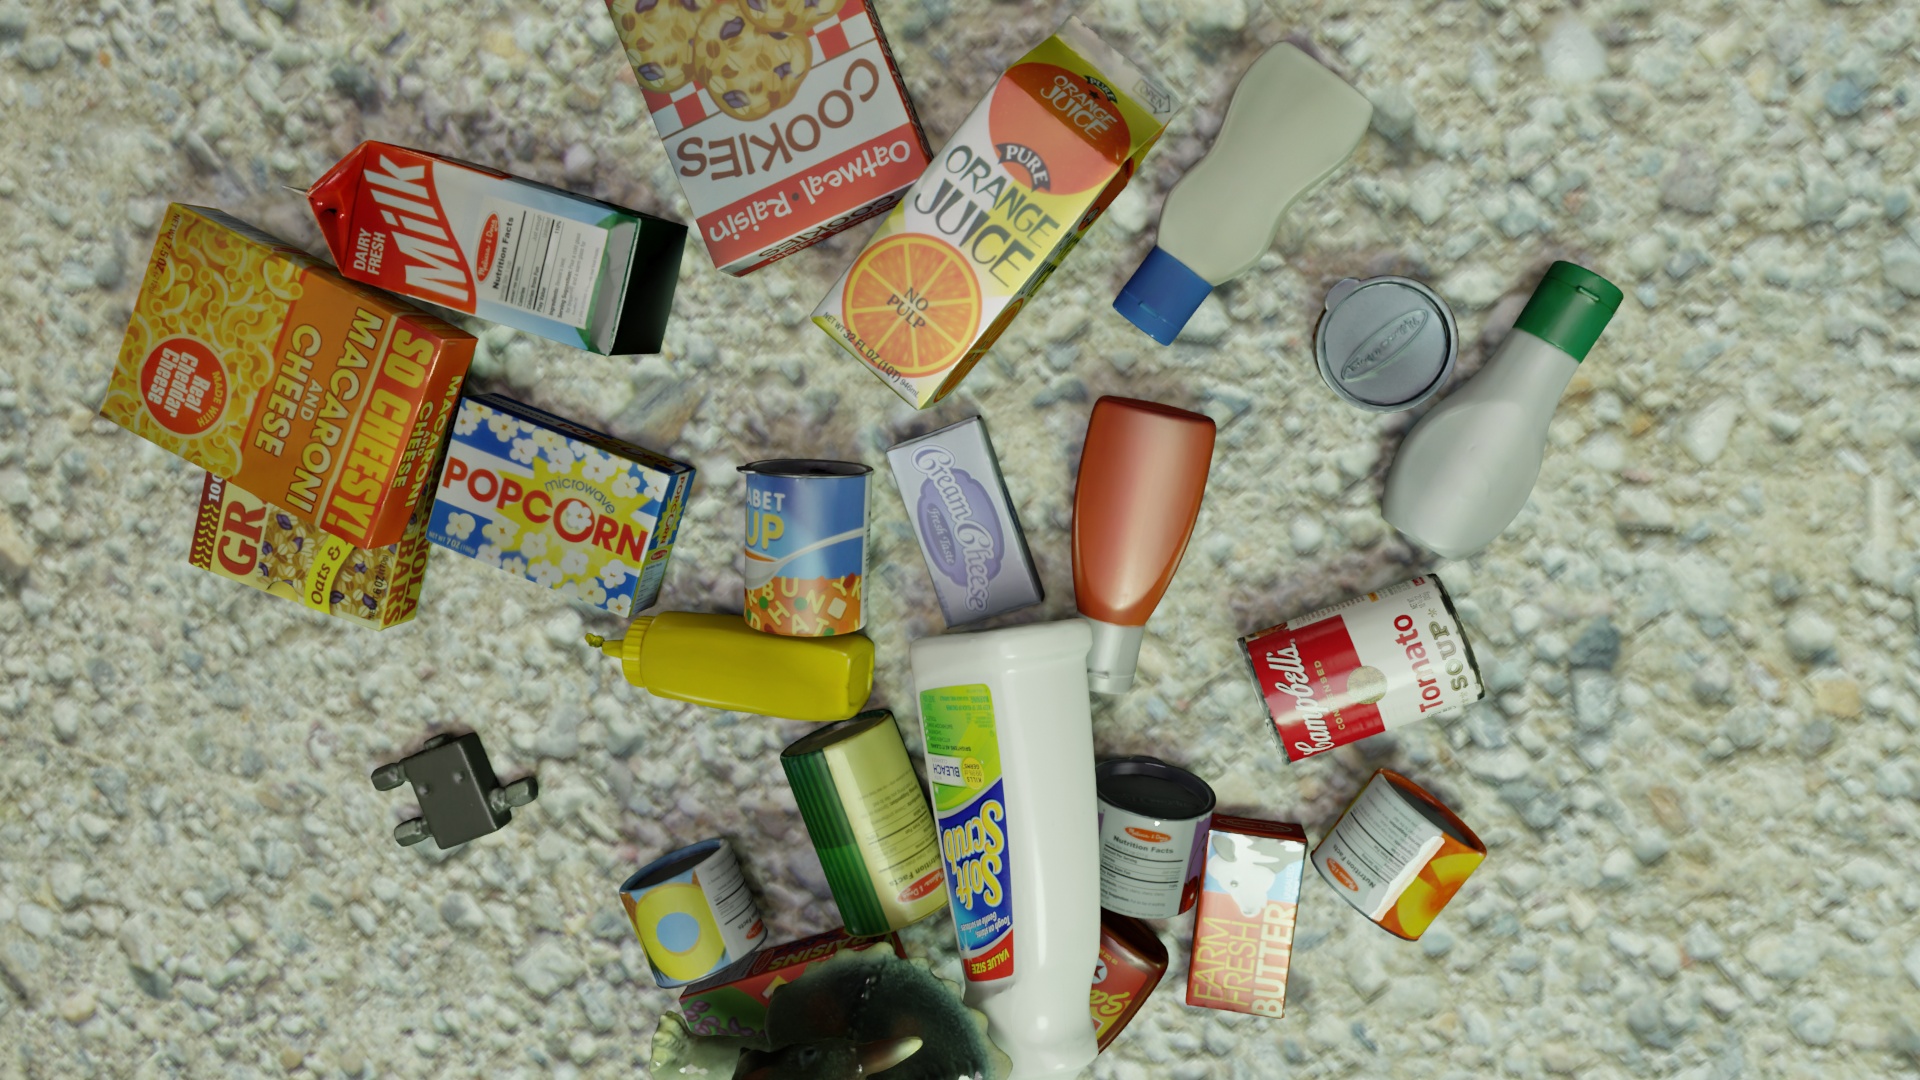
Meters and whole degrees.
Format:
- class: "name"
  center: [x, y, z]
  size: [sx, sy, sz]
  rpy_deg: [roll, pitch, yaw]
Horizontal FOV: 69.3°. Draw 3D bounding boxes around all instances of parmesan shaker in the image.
- class: "parmesan shaker"
  center: [-0.047, 0.149, 0.746]
  size: [0.071, 0.071, 0.103]
  rpy_deg: [-20, 94, 12]

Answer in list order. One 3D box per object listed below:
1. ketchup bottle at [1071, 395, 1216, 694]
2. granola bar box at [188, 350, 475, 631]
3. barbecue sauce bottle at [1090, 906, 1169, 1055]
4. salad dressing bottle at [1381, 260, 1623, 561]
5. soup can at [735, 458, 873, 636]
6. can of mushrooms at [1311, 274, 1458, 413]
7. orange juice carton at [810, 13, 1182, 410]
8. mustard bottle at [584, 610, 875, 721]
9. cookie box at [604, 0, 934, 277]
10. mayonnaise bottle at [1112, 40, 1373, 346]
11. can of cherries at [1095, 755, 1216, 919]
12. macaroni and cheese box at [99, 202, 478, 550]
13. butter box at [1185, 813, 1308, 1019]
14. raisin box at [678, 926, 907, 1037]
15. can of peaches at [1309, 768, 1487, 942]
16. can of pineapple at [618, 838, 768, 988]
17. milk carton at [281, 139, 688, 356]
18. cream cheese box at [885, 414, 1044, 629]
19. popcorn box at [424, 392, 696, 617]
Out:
- class: "ketchup bottle"
  center: [0.085, 0.003, 0.711]
  size: [0.065, 0.043, 0.148]
  rpy_deg: [13, 101, 8]
- class: "granola bar box"
  center: [-0.354, -0.046, 0.779]
  size: [0.124, 0.039, 0.165]
  rpy_deg: [18, 101, 7]
- class: "barbecue sauce bottle"
  center: [0.048, 0.264, 0.756]
  size: [0.065, 0.044, 0.148]
  rpy_deg: [36, 103, 12]
- class: "salad dressing bottle"
  center: [0.262, -0.062, 0.672]
  size: [0.064, 0.044, 0.147]
  rpy_deg: [32, 101, 6]
- class: "soup can"
  center: [-0.083, 0.002, 0.726]
  size: [0.071, 0.071, 0.083]
  rpy_deg: [4, 100, 9]
- class: "can of mushrooms"
  center: [0.205, -0.098, 0.680]
  size: [0.071, 0.033, 0.071]
  rpy_deg: [2, 99, 10]
- class: "orange juice carton"
  center: [0.019, -0.159, 0.682]
  size: [0.072, 0.073, 0.192]
  rpy_deg: [41, 102, 2]
- class: "mustard bottle"
  center: [-0.129, 0.065, 0.748]
  size: [0.160, 0.065, 0.048]
  rpy_deg: [5, 96, 15]
- class: "cookie box"
  center: [-0.096, -0.236, 0.707]
  size: [0.123, 0.040, 0.167]
  rpy_deg: [-21, 94, 12]
- class: "mayonnaise bottle"
  center: [0.132, -0.165, 0.679]
  size: [0.065, 0.041, 0.147]
  rpy_deg: [38, 104, 4]
- class: "can of cherries"
  center: [0.095, 0.153, 0.720]
  size: [0.071, 0.072, 0.058]
  rpy_deg: [9, 106, 8]
- class: "macaroni and cheese box"
  center: [-0.353, -0.086, 0.732]
  size: [0.166, 0.040, 0.123]
  rpy_deg: [26, 101, 6]
- class: "butter box"
  center: [0.151, 0.200, 0.739]
  size: [0.053, 0.024, 0.103]
  rpy_deg: [7, 100, 8]
- class: "raisin box"
  center: [-0.084, 0.271, 0.782]
  size: [0.123, 0.040, 0.086]
  rpy_deg: [-20, 95, 13]
- class: "can of peaches"
  center: [0.222, 0.158, 0.701]
  size: [0.071, 0.071, 0.058]
  rpy_deg: [34, 102, 3]
- class: "can of pineapple"
  center: [-0.150, 0.206, 0.769]
  size: [0.071, 0.071, 0.058]
  rpy_deg: [-21, 94, 12]
- class: "milk carton"
  center: [-0.250, -0.158, 0.728]
  size: [0.191, 0.072, 0.073]
  rpy_deg: [17, 101, 6]
- class: "cream cheese box"
  center: [0.003, -0.009, 0.732]
  size: [0.053, 0.024, 0.103]
  rpy_deg: [-18, 95, 11]
- class: "popcorn box"
  center: [-0.220, -0.020, 0.761]
  size: [0.127, 0.038, 0.085]
  rpy_deg: [21, 101, 6]
